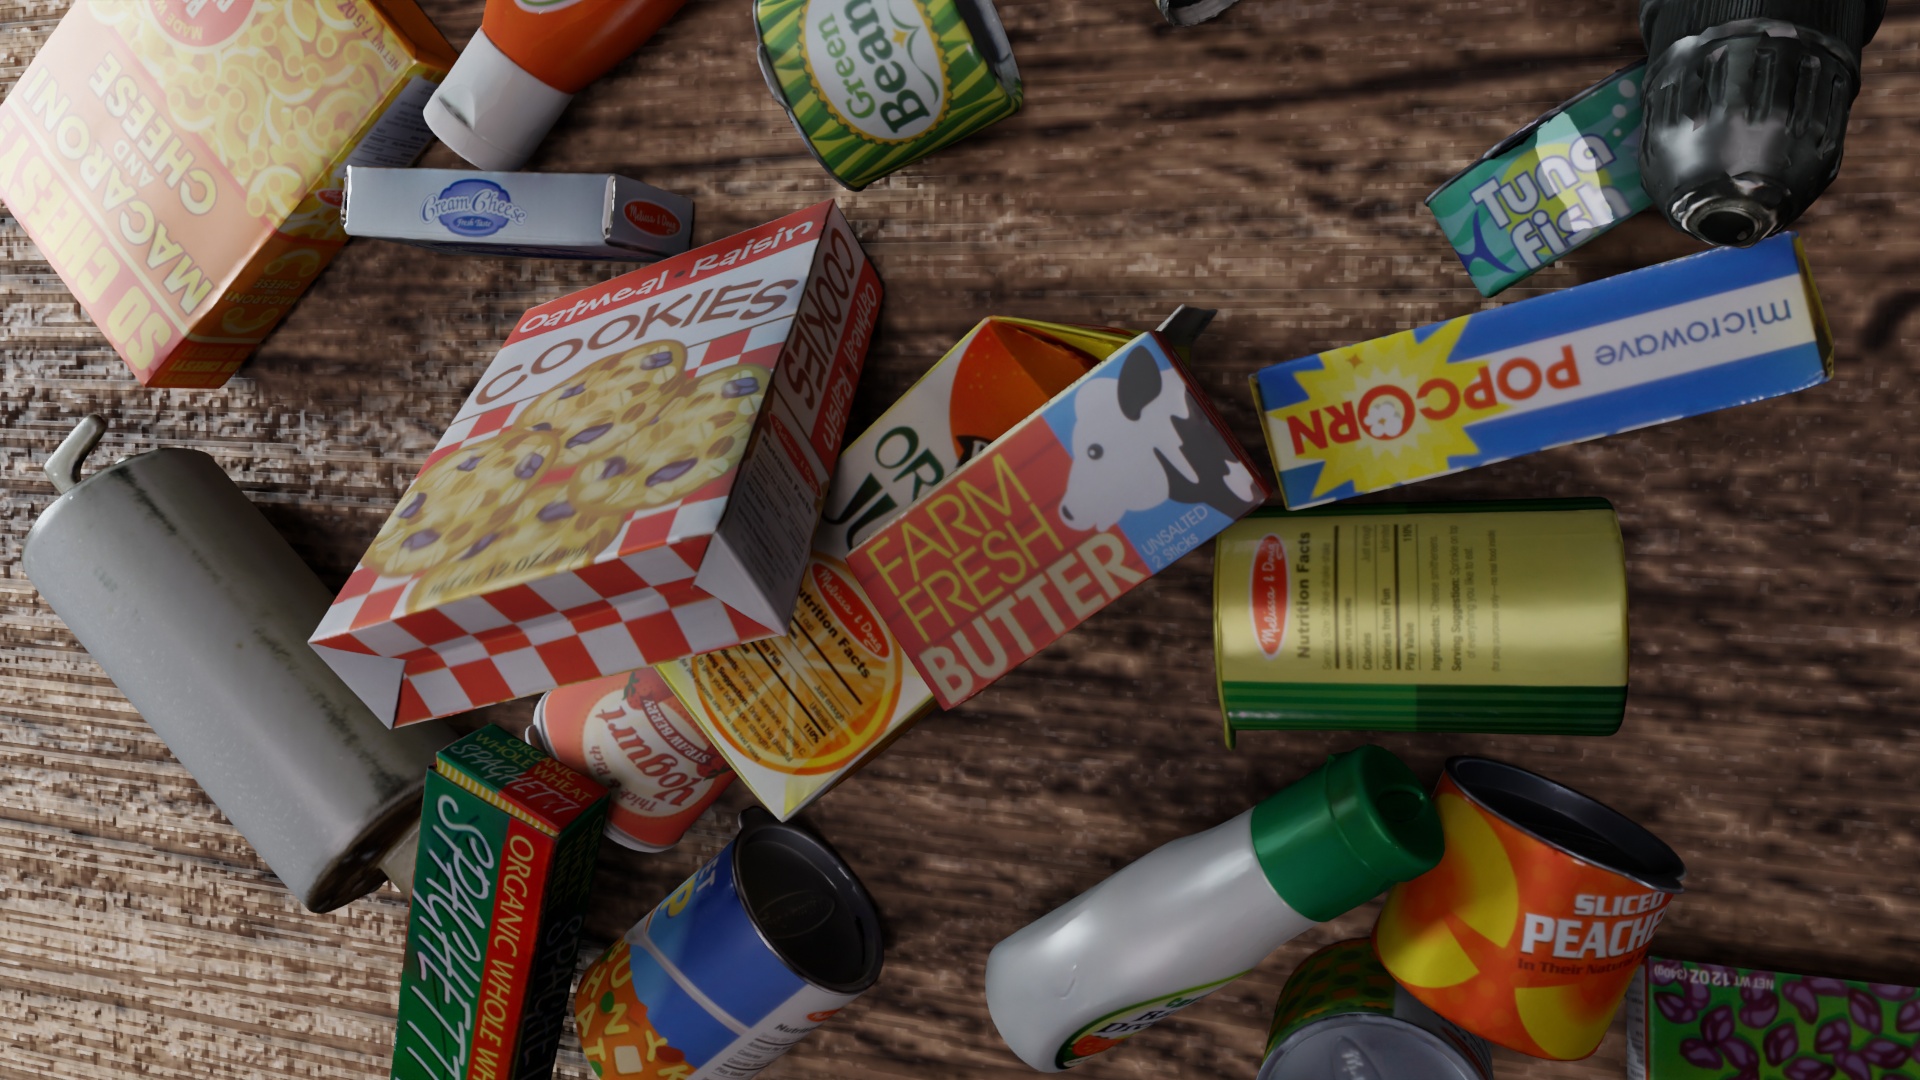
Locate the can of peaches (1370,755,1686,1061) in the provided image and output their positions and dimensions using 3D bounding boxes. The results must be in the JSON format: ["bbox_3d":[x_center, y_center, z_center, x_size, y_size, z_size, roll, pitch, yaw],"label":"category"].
[{"bbox_3d":[0.157,0.102,0.386,0.071,0.071,0.058,23,103,14],"label":"can of peaches"}]

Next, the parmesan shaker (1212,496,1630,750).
[{"bbox_3d":[0.127,0.024,0.389,0.103,0.071,0.071,-1,95,17],"label":"parmesan shaker"}]

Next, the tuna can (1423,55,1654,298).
[{"bbox_3d":[0.160,-0.094,0.365,0.071,0.071,0.033,-31,87,18],"label":"tuna can"}]

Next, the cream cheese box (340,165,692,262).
[{"bbox_3d":[-0.149,-0.110,0.472,0.104,0.053,0.024,6,95,17],"label":"cream cheese box"}]

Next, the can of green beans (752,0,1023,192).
[{"bbox_3d":[-0.020,-0.148,0.420,0.057,0.071,0.071,-22,89,18],"label":"can of green beans"}]

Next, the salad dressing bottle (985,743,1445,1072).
[{"bbox_3d":[0.070,0.109,0.406,0.147,0.064,0.044,-41,62,33],"label":"salad dressing bottle"}]

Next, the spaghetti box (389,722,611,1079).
[{"bbox_3d":[-0.166,0.170,0.480,0.050,0.029,0.248,26,121,13],"label":"spaghetti box"}]

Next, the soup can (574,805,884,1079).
[{"bbox_3d":[-0.079,0.143,0.468,0.083,0.071,0.071,-42,83,17],"label":"soup can"}]

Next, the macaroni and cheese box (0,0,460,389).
[{"bbox_3d":[-0.274,-0.156,0.514,0.166,0.040,0.124,-42,83,16],"label":"macaroni and cheese box"}]

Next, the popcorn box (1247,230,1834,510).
[{"bbox_3d":[0.146,-0.043,0.367,0.126,0.085,0.038,-14,92,18],"label":"popcorn box"}]

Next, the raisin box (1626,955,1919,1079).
[{"bbox_3d":[0.225,0.178,0.368,0.086,0.040,0.123,2,75,17],"label":"raisin box"}]

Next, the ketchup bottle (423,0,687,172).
[{"bbox_3d":[-0.122,-0.189,0.461,0.065,0.043,0.148,45,107,10],"label":"ketchup bottle"}]

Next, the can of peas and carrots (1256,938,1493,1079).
[{"bbox_3d":[0.120,0.160,0.409,0.071,0.059,0.071,2,96,18],"label":"can of peas and carrots"}]

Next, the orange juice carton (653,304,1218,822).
[{"bbox_3d":[0.002,-0.005,0.424,0.192,0.072,0.073,-42,83,17],"label":"orange juice carton"}]

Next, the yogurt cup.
[{"bbox_3d":[-0.100,0.062,0.469,0.054,0.072,0.072,-40,83,9],"label":"yogurt cup"}]

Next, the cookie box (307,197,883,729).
[{"bbox_3d":[-0.096,-0.029,0.409,0.123,0.168,0.040,-14,127,19],"label":"cookie box"}]

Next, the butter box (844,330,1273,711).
[{"bbox_3d":[0.024,-0.004,0.365,0.103,0.024,0.053,-36,85,17],"label":"butter box"}]
